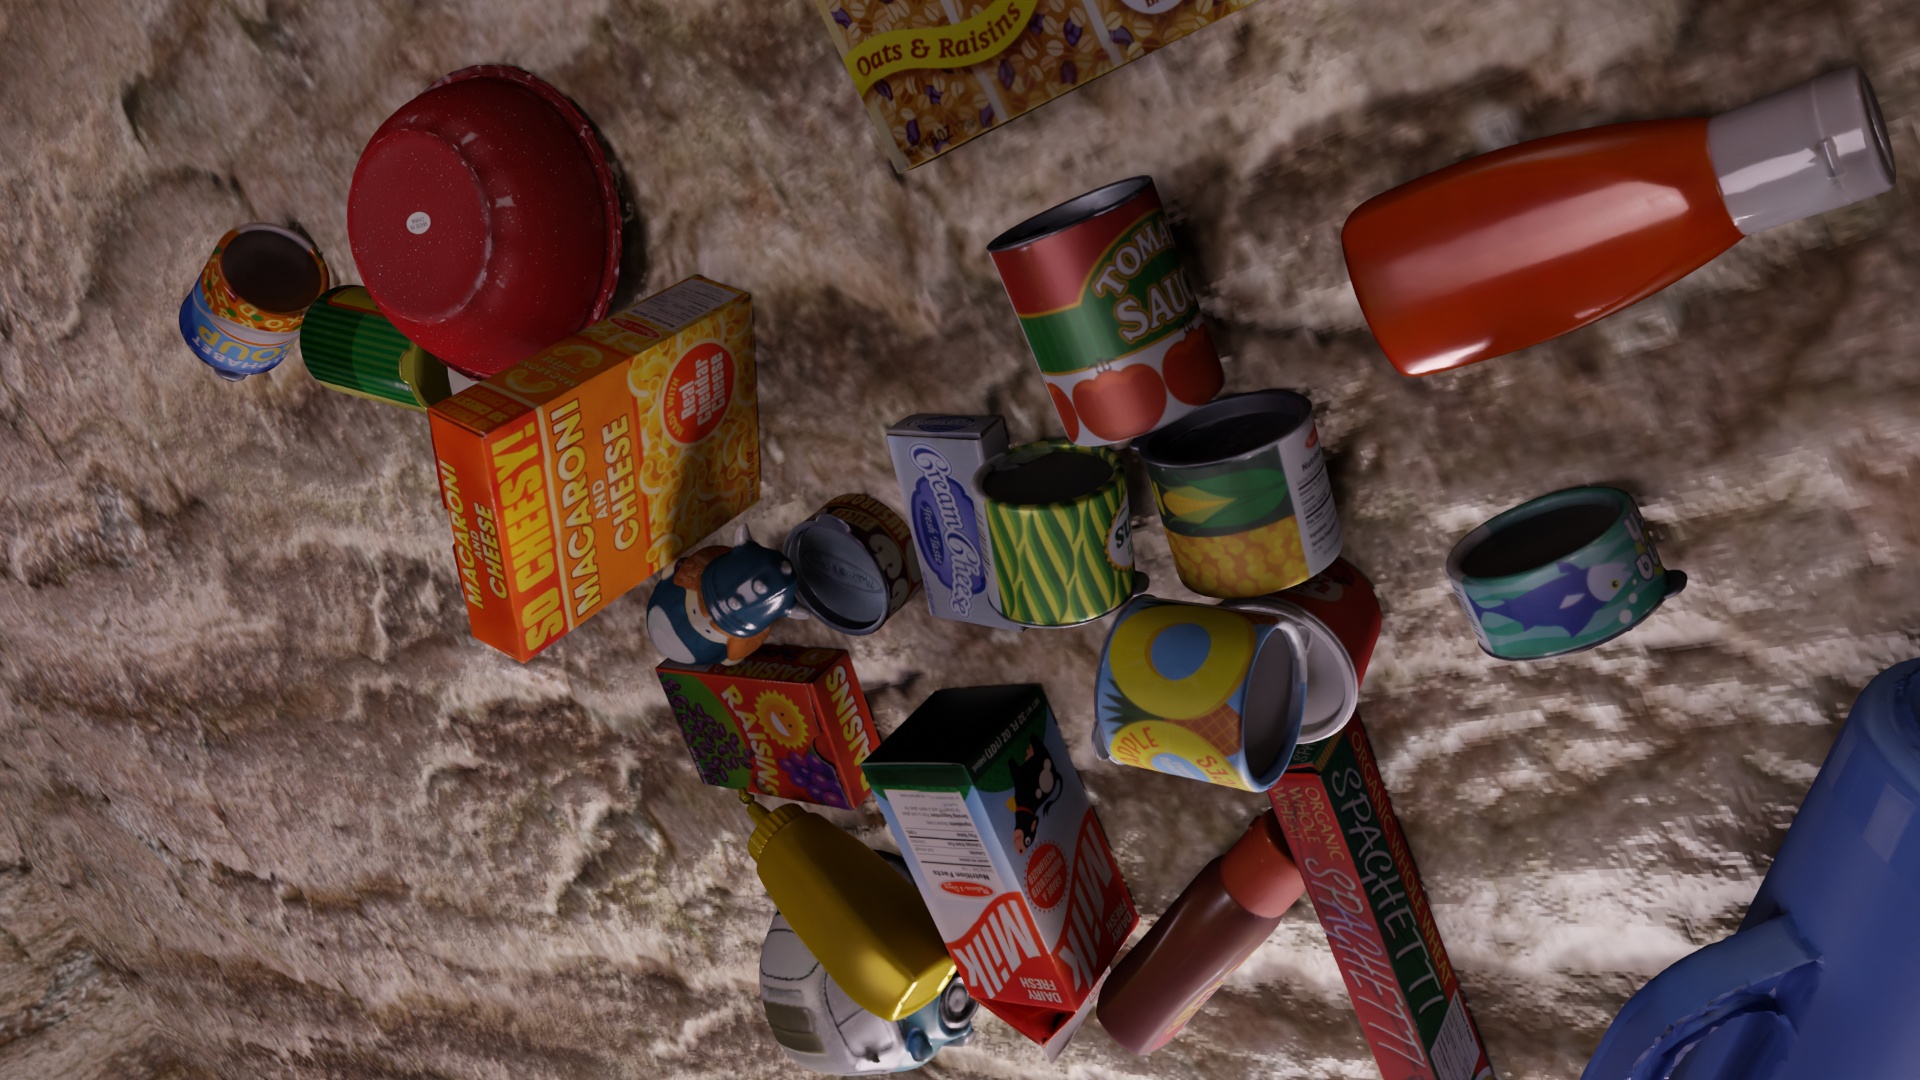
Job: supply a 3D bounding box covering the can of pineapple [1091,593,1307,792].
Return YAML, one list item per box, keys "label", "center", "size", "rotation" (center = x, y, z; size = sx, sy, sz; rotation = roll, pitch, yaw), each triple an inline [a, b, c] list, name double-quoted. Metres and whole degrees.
- label: "can of pineapple"
  center: [0.090, 0.058, 0.516]
  size: [0.058, 0.071, 0.070]
  rotation: [7, 122, 34]

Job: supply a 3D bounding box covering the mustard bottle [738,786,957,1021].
- label: "mustard bottle"
  center: [-0.071, 0.191, 0.765]
  size: [0.160, 0.065, 0.048]
  rotation: [39, 114, 28]

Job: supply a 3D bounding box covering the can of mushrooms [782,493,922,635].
- label: "can of mushrooms"
  center: [-0.054, 0.010, 0.699]
  size: [0.071, 0.034, 0.070]
  rotation: [20, 129, 27]

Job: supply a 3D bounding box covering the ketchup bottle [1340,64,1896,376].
- label: "ketchup bottle"
  center: [0.197, -0.099, 0.428]
  size: [0.148, 0.044, 0.064]
  rotation: [-15, 109, 42]

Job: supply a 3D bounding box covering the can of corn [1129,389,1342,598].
- label: "can of corn"
  center: [0.106, -0.018, 0.534]
  size: [0.071, 0.071, 0.058]
  rotation: [-2, 117, 38]

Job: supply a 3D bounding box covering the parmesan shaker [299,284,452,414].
- label: "parmesan shaker"
  center: [-0.323, -0.110, 0.798]
  size: [0.103, 0.072, 0.071]
  rotation: [14, 126, 30]

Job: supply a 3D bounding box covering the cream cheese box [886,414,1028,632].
- label: "cream cheese box"
  center: [0.002, -0.008, 0.650]
  size: [0.053, 0.024, 0.103]
  rotation: [6, 121, 34]

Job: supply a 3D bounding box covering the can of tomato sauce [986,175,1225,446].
- label: "can of tomato sauce"
  center: [0.058, -0.087, 0.526]
  size: [0.071, 0.071, 0.083]
  rotation: [-9, 113, 41]

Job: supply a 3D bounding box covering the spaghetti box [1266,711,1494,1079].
- label: "spaghetti box"
  center: [0.194, 0.189, 0.617]
  size: [0.028, 0.050, 0.249]
  rotation: [-11, 111, 40]

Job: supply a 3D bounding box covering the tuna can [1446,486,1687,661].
- label: "tuna can"
  center: [0.206, 0.010, 0.477]
  size: [0.071, 0.071, 0.032]
  rotation: [-18, 106, 43]

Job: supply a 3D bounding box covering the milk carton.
- label: "milk carton"
  center: [0.030, 0.174, 0.717]
  size: [0.073, 0.073, 0.190]
  rotation: [-8, 112, 41]

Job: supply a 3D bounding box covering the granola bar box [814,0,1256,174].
- label: "granola bar box"
  center: [0.018, -0.218, 0.488]
  size: [0.165, 0.039, 0.124]
  rotation: [-13, 110, 42]

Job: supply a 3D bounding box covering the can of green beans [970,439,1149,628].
- label: "can of green beans"
  center: [0.040, -0.004, 0.594]
  size: [0.071, 0.071, 0.057]
  rotation: [10, 123, 32]

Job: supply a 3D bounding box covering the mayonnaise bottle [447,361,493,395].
- label: "mayonnaise bottle"
  center: [-0.254, -0.085, 0.769]
  size: [0.041, 0.065, 0.147]
  rotation: [16, 116, 25]

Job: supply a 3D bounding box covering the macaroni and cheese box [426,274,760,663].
- label: "macaroni and cheese box"
  center: [-0.165, -0.038, 0.657]
  size: [0.040, 0.167, 0.123]
  rotation: [22, 129, 25]

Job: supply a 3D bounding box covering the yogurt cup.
- label: "yogurt cup"
  center: [0.135, 0.040, 0.560]
  size: [0.072, 0.054, 0.072]
  rotation: [19, 128, 26]

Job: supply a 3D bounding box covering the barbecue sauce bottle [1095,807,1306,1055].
- label: "barbecue sauce bottle"
  center: [0.121, 0.185, 0.665]
  size: [0.044, 0.065, 0.147]
  rotation: [41, 126, 15]

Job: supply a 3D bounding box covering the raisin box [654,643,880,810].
- label: "raisin box"
  center: [-0.109, 0.103, 0.799]
  size: [0.123, 0.040, 0.085]
  rotation: [1, 118, 36]

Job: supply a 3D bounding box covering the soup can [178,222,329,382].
- label: "soup can"
  center: [-0.439, -0.147, 0.863]
  size: [0.083, 0.072, 0.071]
  rotation: [-27, 100, 44]
